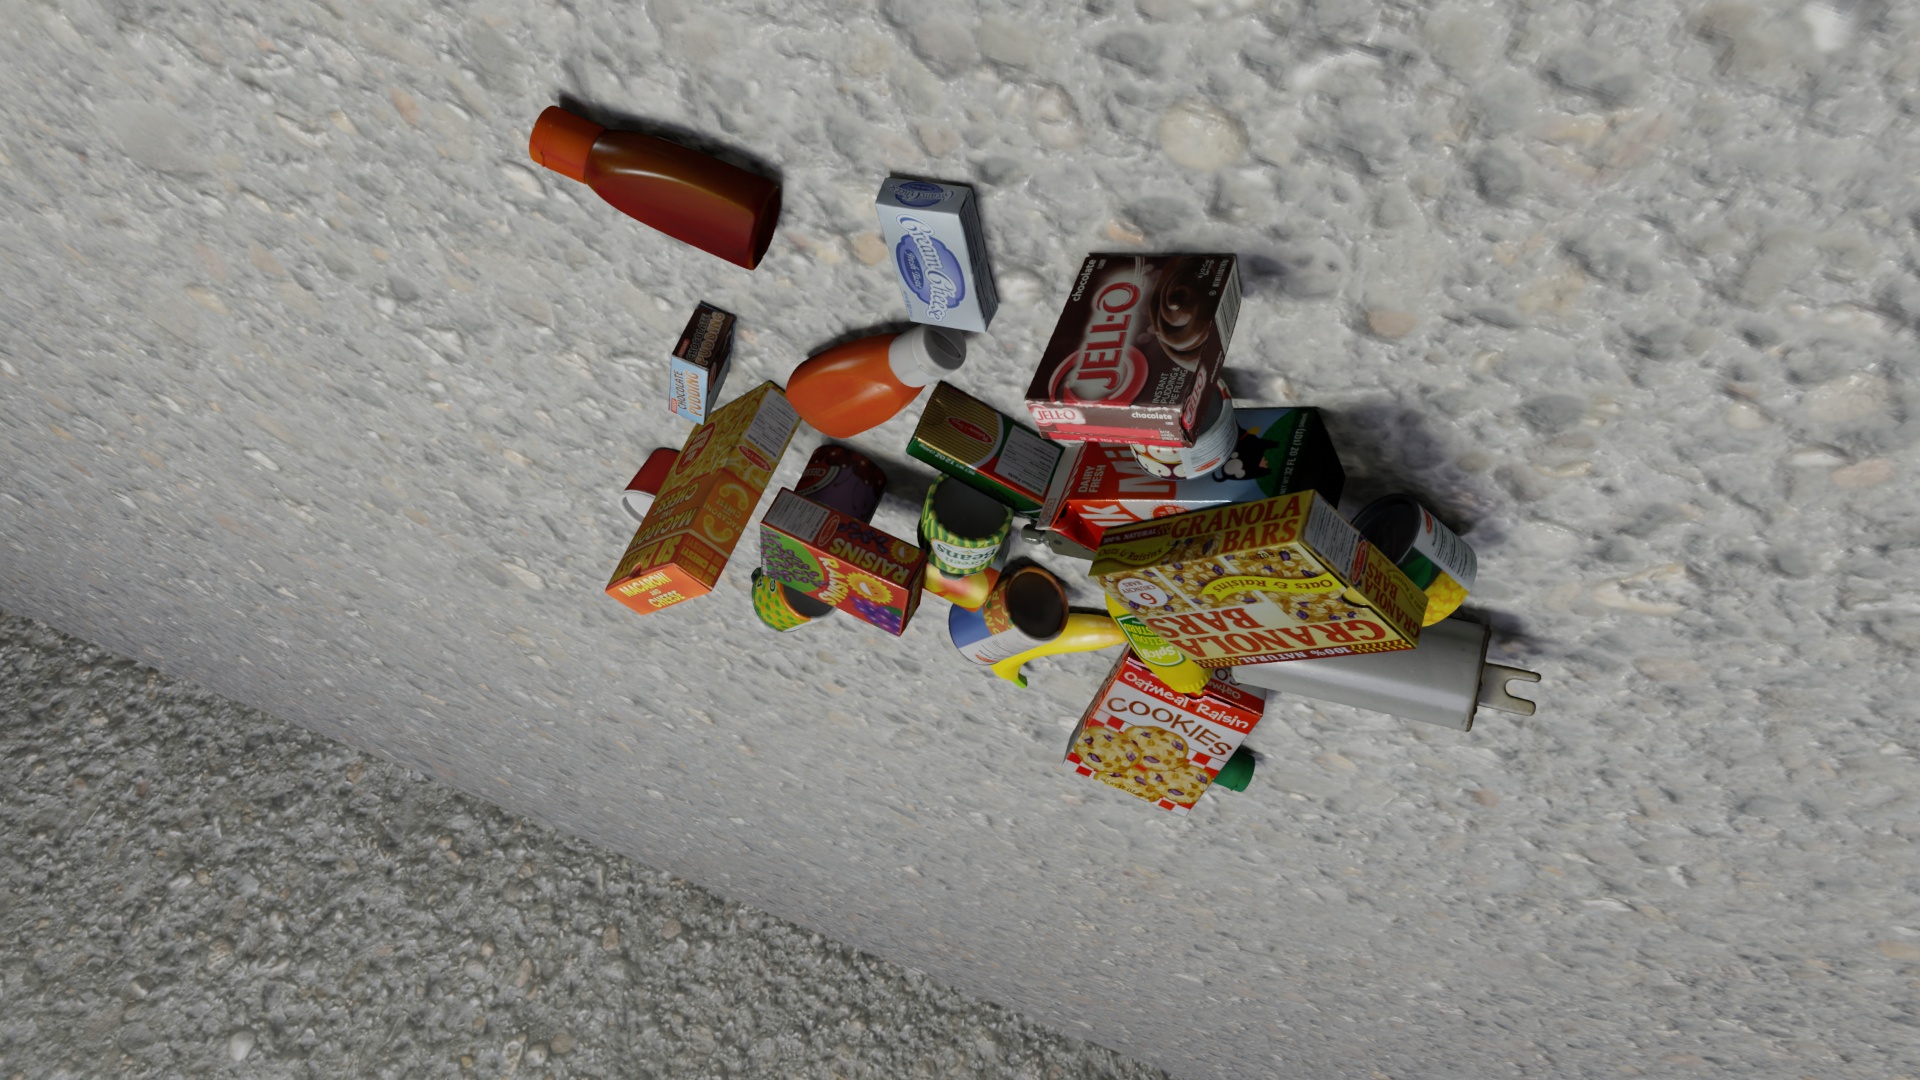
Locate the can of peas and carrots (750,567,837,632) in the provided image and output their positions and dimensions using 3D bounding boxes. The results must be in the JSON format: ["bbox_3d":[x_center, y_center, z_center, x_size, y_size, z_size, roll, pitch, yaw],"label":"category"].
[{"bbox_3d":[-0.150,0.045,1.267,0.071,0.071,0.058,35,150,-22],"label":"can of peas and carrots"}]

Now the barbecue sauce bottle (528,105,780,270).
[{"bbox_3d":[-0.185,-0.217,0.840,0.148,0.044,0.064,23,153,0],"label":"barbecue sauce bottle"}]

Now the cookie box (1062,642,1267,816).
[{"bbox_3d":[0.175,0.163,1.211,0.123,0.040,0.166,23,135,-1],"label":"cookie box"}]

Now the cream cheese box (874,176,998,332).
[{"bbox_3d":[-0.013,-0.167,0.820,0.053,0.024,0.103,11,151,18],"label":"cream cheese box"}]

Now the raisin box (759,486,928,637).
[{"bbox_3d":[-0.090,0.017,1.060,0.123,0.040,0.085,25,150,7],"label":"raisin box"}]

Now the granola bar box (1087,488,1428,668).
[{"bbox_3d":[0.180,0.030,0.856,0.124,0.039,0.165,37,150,-29],"label":"granola bar box"}]

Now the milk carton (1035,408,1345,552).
[{"bbox_3d":[0.140,-0.034,0.894,0.190,0.072,0.073,3,147,35],"label":"milk carton"}]

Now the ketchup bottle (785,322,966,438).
[{"bbox_3d":[-0.055,-0.111,0.934,0.064,0.044,0.148,36,150,-27],"label":"ketchup bottle"}]

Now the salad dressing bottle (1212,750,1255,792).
[{"bbox_3d":[0.200,0.190,1.292,0.148,0.044,0.064,23,149,-3],"label":"salad dressing bottle"}]

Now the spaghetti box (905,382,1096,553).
[{"bbox_3d":[0.082,-0.029,0.973,0.250,0.050,0.028,27,154,-10],"label":"spaghetti box"}]

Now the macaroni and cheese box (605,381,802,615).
[{"bbox_3d":[-0.194,-0.031,1.049,0.040,0.167,0.123,37,149,-25],"label":"macaroni and cheese box"}]

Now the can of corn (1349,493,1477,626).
[{"bbox_3d":[0.280,0.014,0.880,0.058,0.071,0.071,34,151,-22],"label":"can of corn"}]

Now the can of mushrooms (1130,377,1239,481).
[{"bbox_3d":[0.131,-0.072,0.839,0.071,0.071,0.033,9,150,25],"label":"can of mushrooms"}]

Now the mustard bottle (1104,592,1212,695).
[{"bbox_3d":[0.165,0.075,1.085,0.065,0.049,0.159,1,139,36],"label":"mustard bottle"}]

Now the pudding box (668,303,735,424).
[{"bbox_3d":[-0.186,-0.126,0.999,0.030,0.050,0.083,22,154,-3],"label":"pudding box"}]

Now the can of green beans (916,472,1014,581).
[{"bbox_3d":[0.004,-0.015,1.039,0.071,0.071,0.057,22,153,1],"label":"can of green beans"}]

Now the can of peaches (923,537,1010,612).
[{"bbox_3d":[-0.001,0.018,1.100,0.058,0.071,0.071,26,153,-8],"label":"can of peaches"}]

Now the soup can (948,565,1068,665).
[{"bbox_3d":[0.039,0.060,1.150,0.071,0.072,0.083,34,147,-21],"label":"soup can"}]

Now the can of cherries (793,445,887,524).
[{"bbox_3d":[-0.100,-0.034,1.092,0.071,0.058,0.071,19,153,10],"label":"can of cherries"}]

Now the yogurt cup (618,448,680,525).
[{"bbox_3d":[-0.253,-0.042,1.197,0.072,0.054,0.072,18,153,10],"label":"yogurt cup"}]
